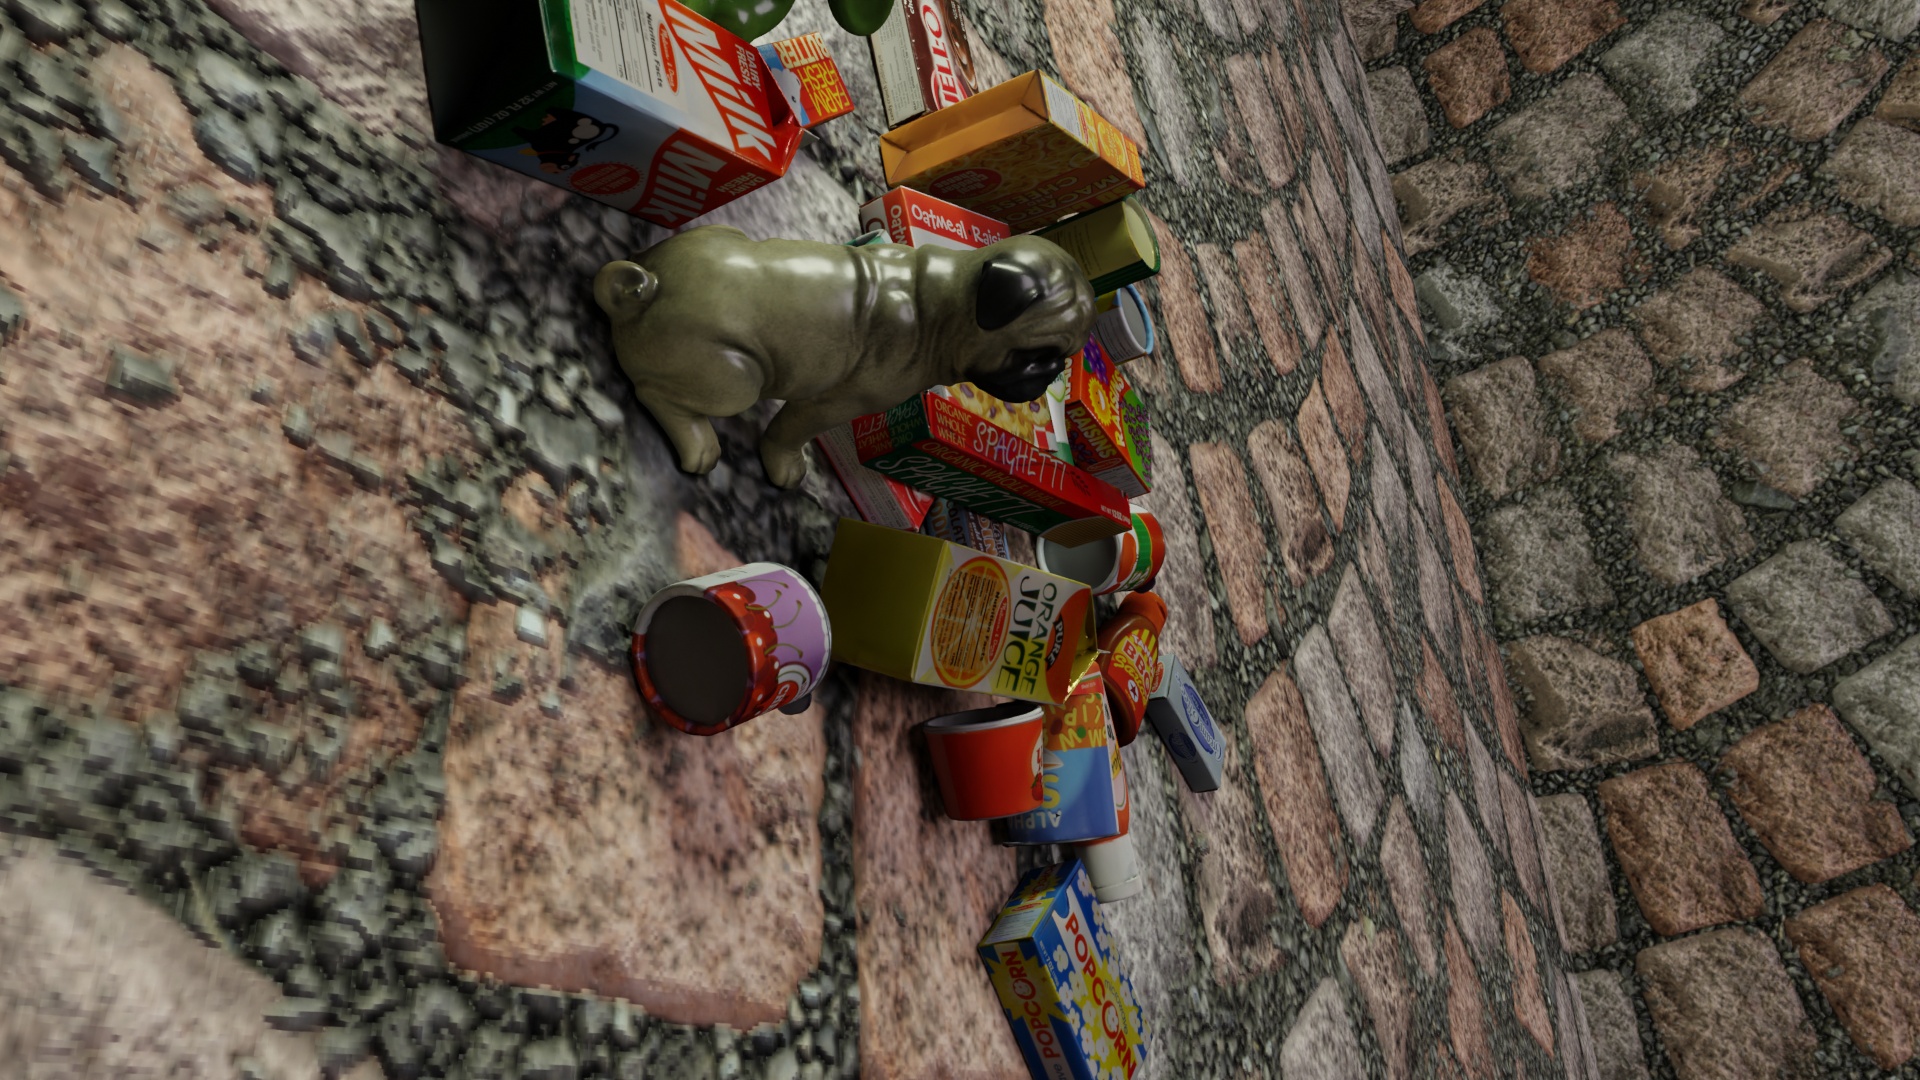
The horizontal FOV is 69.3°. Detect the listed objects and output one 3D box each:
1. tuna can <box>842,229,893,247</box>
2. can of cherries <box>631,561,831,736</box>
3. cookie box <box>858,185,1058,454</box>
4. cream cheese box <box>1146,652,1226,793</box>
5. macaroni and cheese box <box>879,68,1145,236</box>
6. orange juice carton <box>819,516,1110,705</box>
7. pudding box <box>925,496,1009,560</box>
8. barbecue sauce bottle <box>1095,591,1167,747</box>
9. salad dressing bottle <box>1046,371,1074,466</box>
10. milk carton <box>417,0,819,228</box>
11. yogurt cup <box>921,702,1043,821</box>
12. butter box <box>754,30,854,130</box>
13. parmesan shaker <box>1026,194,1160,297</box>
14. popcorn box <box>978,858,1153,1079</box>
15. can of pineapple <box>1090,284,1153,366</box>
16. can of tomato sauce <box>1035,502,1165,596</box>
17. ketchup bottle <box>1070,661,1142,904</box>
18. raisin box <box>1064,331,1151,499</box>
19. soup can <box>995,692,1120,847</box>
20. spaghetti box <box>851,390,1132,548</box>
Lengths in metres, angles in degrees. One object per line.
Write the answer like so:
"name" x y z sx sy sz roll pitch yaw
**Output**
"tuna can" -0.065 -0.144 0.777 0.032 0.071 0.071 61 29 -19
"can of cherries" -0.097 0.048 0.600 0.058 0.071 0.071 -16 89 -62
"cookie box" 0.000 -0.136 0.906 0.123 0.040 0.167 2 73 -55
"cream cheese box" 0.177 0.144 1.092 0.103 0.024 0.054 58 31 -25
"macaroni and cheese box" 0.040 -0.263 0.973 0.166 0.123 0.040 5 73 -61
"orange juice carton" 0.009 0.044 0.762 0.193 0.072 0.073 17 86 -55
"pudding box" 0.003 -0.011 0.858 0.049 0.030 0.084 17 60 -59
"barbecue sauce bottle" 0.116 0.085 0.994 0.064 0.043 0.149 63 28 -16
"salad dressing bottle" 0.052 -0.098 0.984 0.064 0.044 0.148 4 71 -52
"milk carton" -0.149 -0.203 0.649 0.191 0.072 0.073 6 69 -59
"yogurt cup" 0.015 0.123 0.769 0.072 0.072 0.054 -7 89 -62
"butter box" -0.102 -0.267 0.822 0.053 0.024 0.104 64 29 -15
"parmesan shaker" 0.095 -0.214 1.065 0.071 0.103 0.071 39 42 -47
"popcorn box" 0.063 0.262 0.801 0.085 0.038 0.126 -38 108 -60
"can of pineapple" 0.118 -0.174 1.134 0.071 0.058 0.071 39 42 -47
"can of tomato sauce" 0.101 0.008 0.987 0.083 0.071 0.071 -3 77 -61
"ketchup bottle" 0.080 0.155 0.888 0.065 0.043 0.149 -6 80 -53
"raisin box" 0.107 -0.099 1.091 0.123 0.040 0.086 47 38 -42
"soup can" 0.054 0.135 0.822 0.071 0.071 0.084 9 72 -60
"spaghetti box" 0.027 -0.036 0.829 0.250 0.050 0.029 20 57 -56
